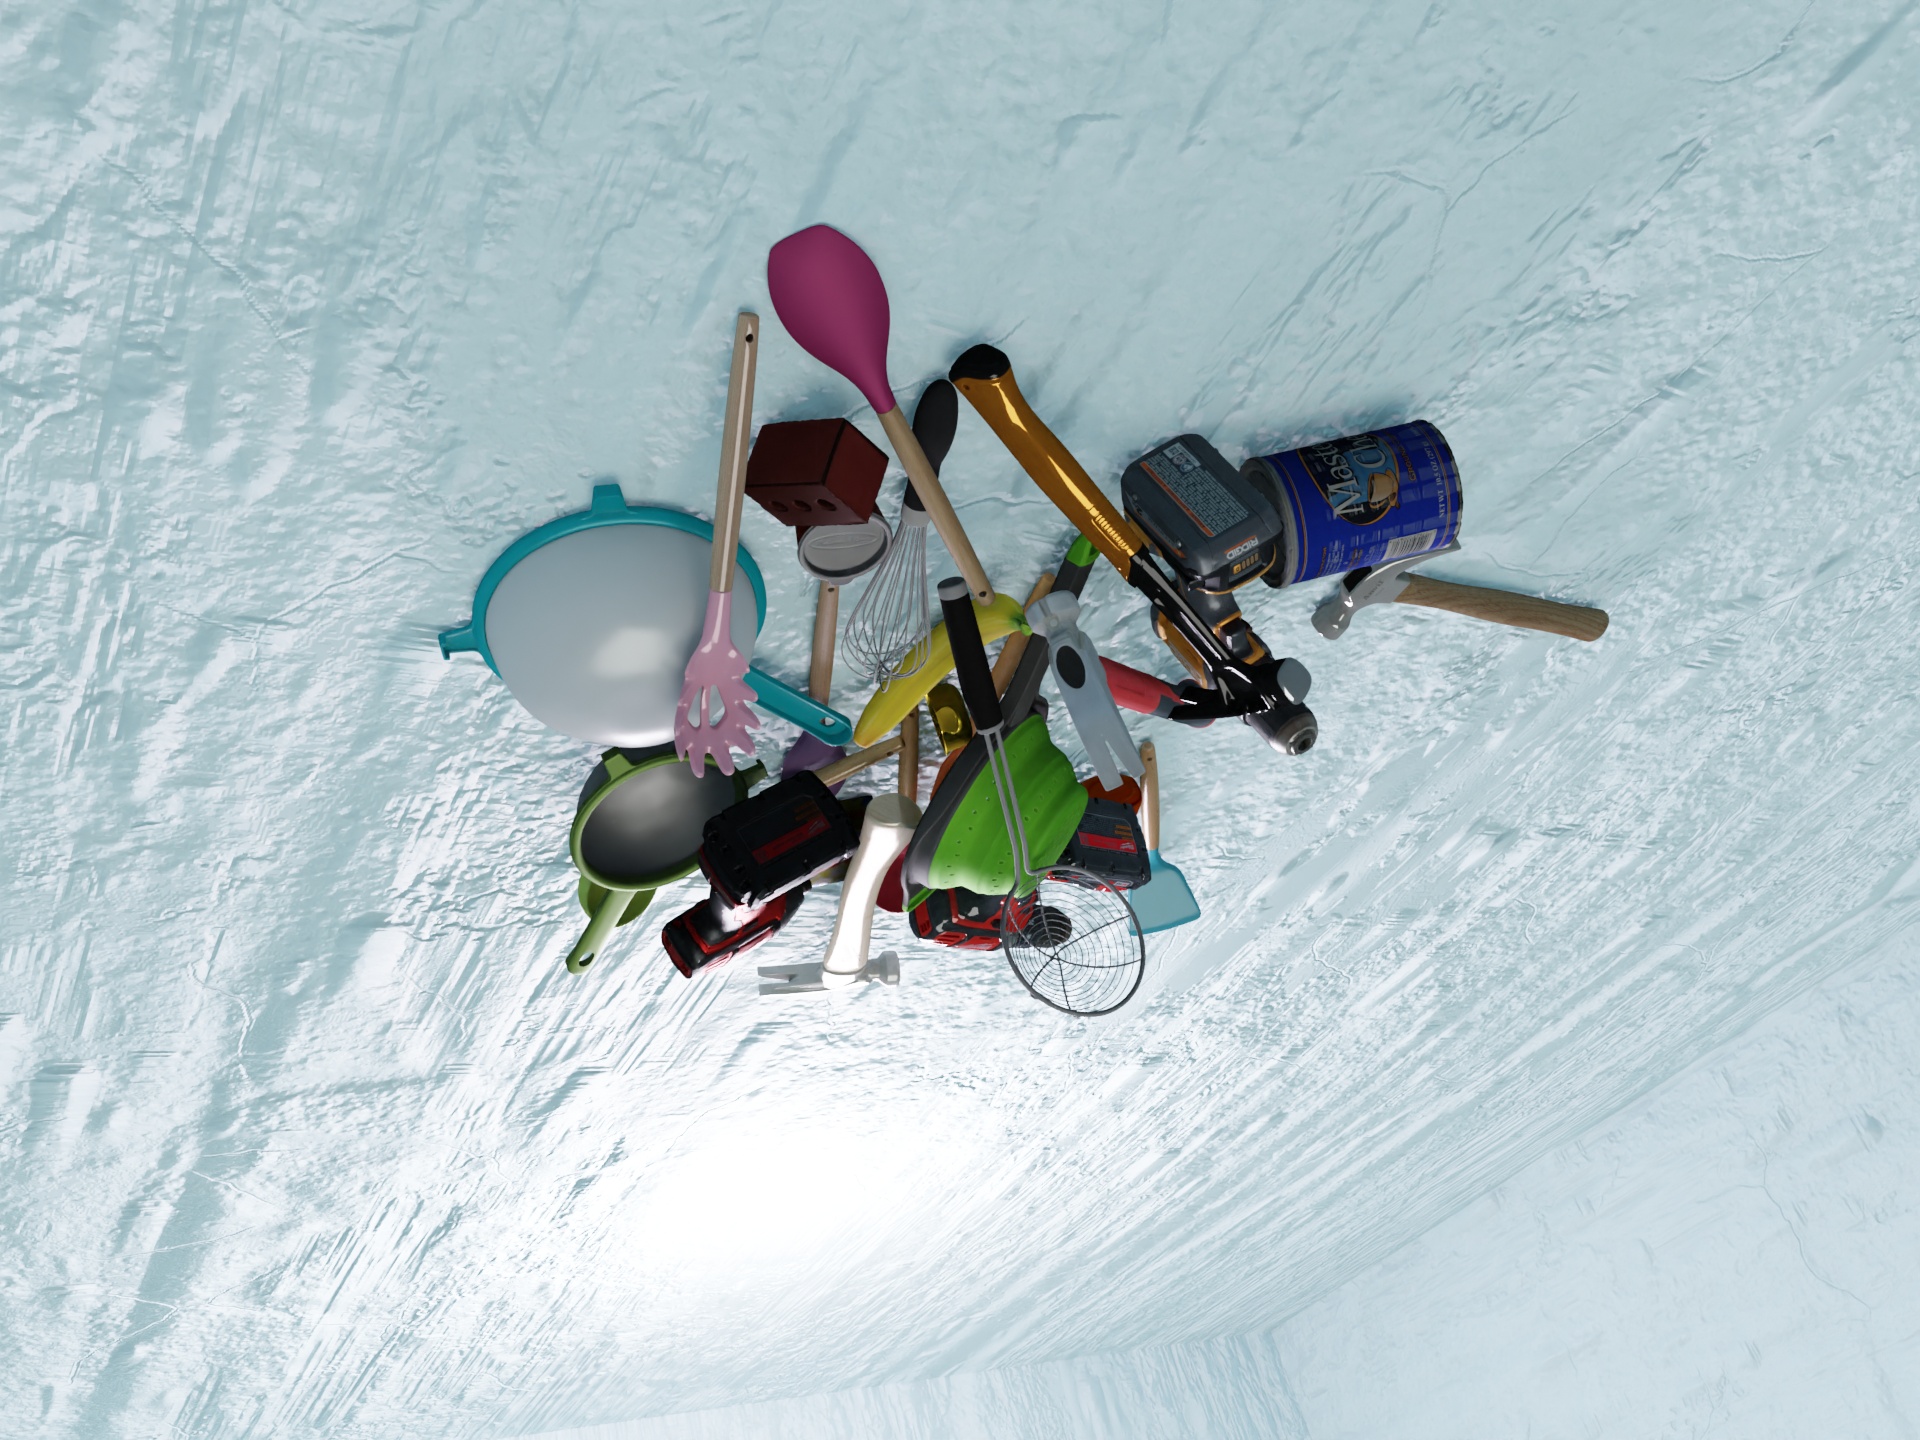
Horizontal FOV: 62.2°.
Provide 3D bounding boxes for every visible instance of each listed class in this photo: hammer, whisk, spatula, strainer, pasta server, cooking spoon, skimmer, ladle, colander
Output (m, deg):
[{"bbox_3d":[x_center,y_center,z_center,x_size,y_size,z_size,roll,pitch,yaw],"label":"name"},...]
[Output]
[{"bbox_3d":[0.478,-0.109,1.450,0.331,0.031,0.130,6,139,-32],"label":"hammer"},{"bbox_3d":[-0.036,-0.129,1.161,0.070,0.070,0.284,-5,138,-20],"label":"whisk"},{"bbox_3d":[-0.105,0.172,1.479,0.146,0.038,0.410,-3,152,-13],"label":"hammer"},{"bbox_3d":[0.199,0.121,1.621,0.082,0.044,0.317,-14,144,-1],"label":"spatula"},{"bbox_3d":[-0.114,-0.017,1.304,0.059,0.018,0.315,-6,145,-13],"label":"spatula"},{"bbox_3d":[-0.196,-0.022,1.176,0.211,0.095,0.340,-37,137,24],"label":"strainer"},{"bbox_3d":[0.026,-0.001,1.370,0.081,0.041,0.322,-46,166,-47],"label":"spatula"},{"bbox_3d":[-0.153,-0.109,1.047,0.060,0.040,0.316,-4,120,-26],"label":"pasta server"},{"bbox_3d":[-0.280,0.103,1.323,0.151,0.069,0.256,7,127,-41],"label":"strainer"},{"bbox_3d":[-0.039,-0.189,1.056,0.069,0.017,0.318,-23,133,8],"label":"cooking spoon"},{"bbox_3d":[0.154,-0.008,1.273,0.038,0.143,0.386,-27,166,18],"label":"hammer"},{"bbox_3d":[0.058,0.061,1.223,0.127,0.090,0.363,-33,120,-34],"label":"skimmer"},{"bbox_3d":[0.105,-0.125,1.115,0.336,0.034,0.127,47,150,-21],"label":"hammer"},{"bbox_3d":[-0.189,0.092,1.372,0.320,0.062,0.078,-25,141,11],"label":"ladle"},{"bbox_3d":[-0.050,0.080,1.461,0.069,0.031,0.315,-13,143,-14],"label":"ladle"},{"bbox_3d":[0.071,0.019,1.314,0.204,0.094,0.396,-37,155,-54],"label":"colander"}]

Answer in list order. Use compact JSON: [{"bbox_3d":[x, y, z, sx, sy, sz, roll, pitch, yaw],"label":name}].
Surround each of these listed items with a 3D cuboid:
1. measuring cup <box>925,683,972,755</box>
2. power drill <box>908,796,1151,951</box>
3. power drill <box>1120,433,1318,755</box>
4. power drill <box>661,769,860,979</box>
[{"bbox_3d":[-0.002,-0.004,1.290,0.029,0.062,0.156,-19,-178,-8],"label":"measuring cup"},{"bbox_3d":[0.082,0.161,1.530,0.187,0.080,0.226,12,143,-37],"label":"power drill"},{"bbox_3d":[0.205,-0.086,1.219,0.084,0.186,0.226,-30,143,-7],"label":"power drill"},{"bbox_3d":[-0.168,0.136,1.341,0.143,0.079,0.219,-27,164,-31],"label":"power drill"}]
